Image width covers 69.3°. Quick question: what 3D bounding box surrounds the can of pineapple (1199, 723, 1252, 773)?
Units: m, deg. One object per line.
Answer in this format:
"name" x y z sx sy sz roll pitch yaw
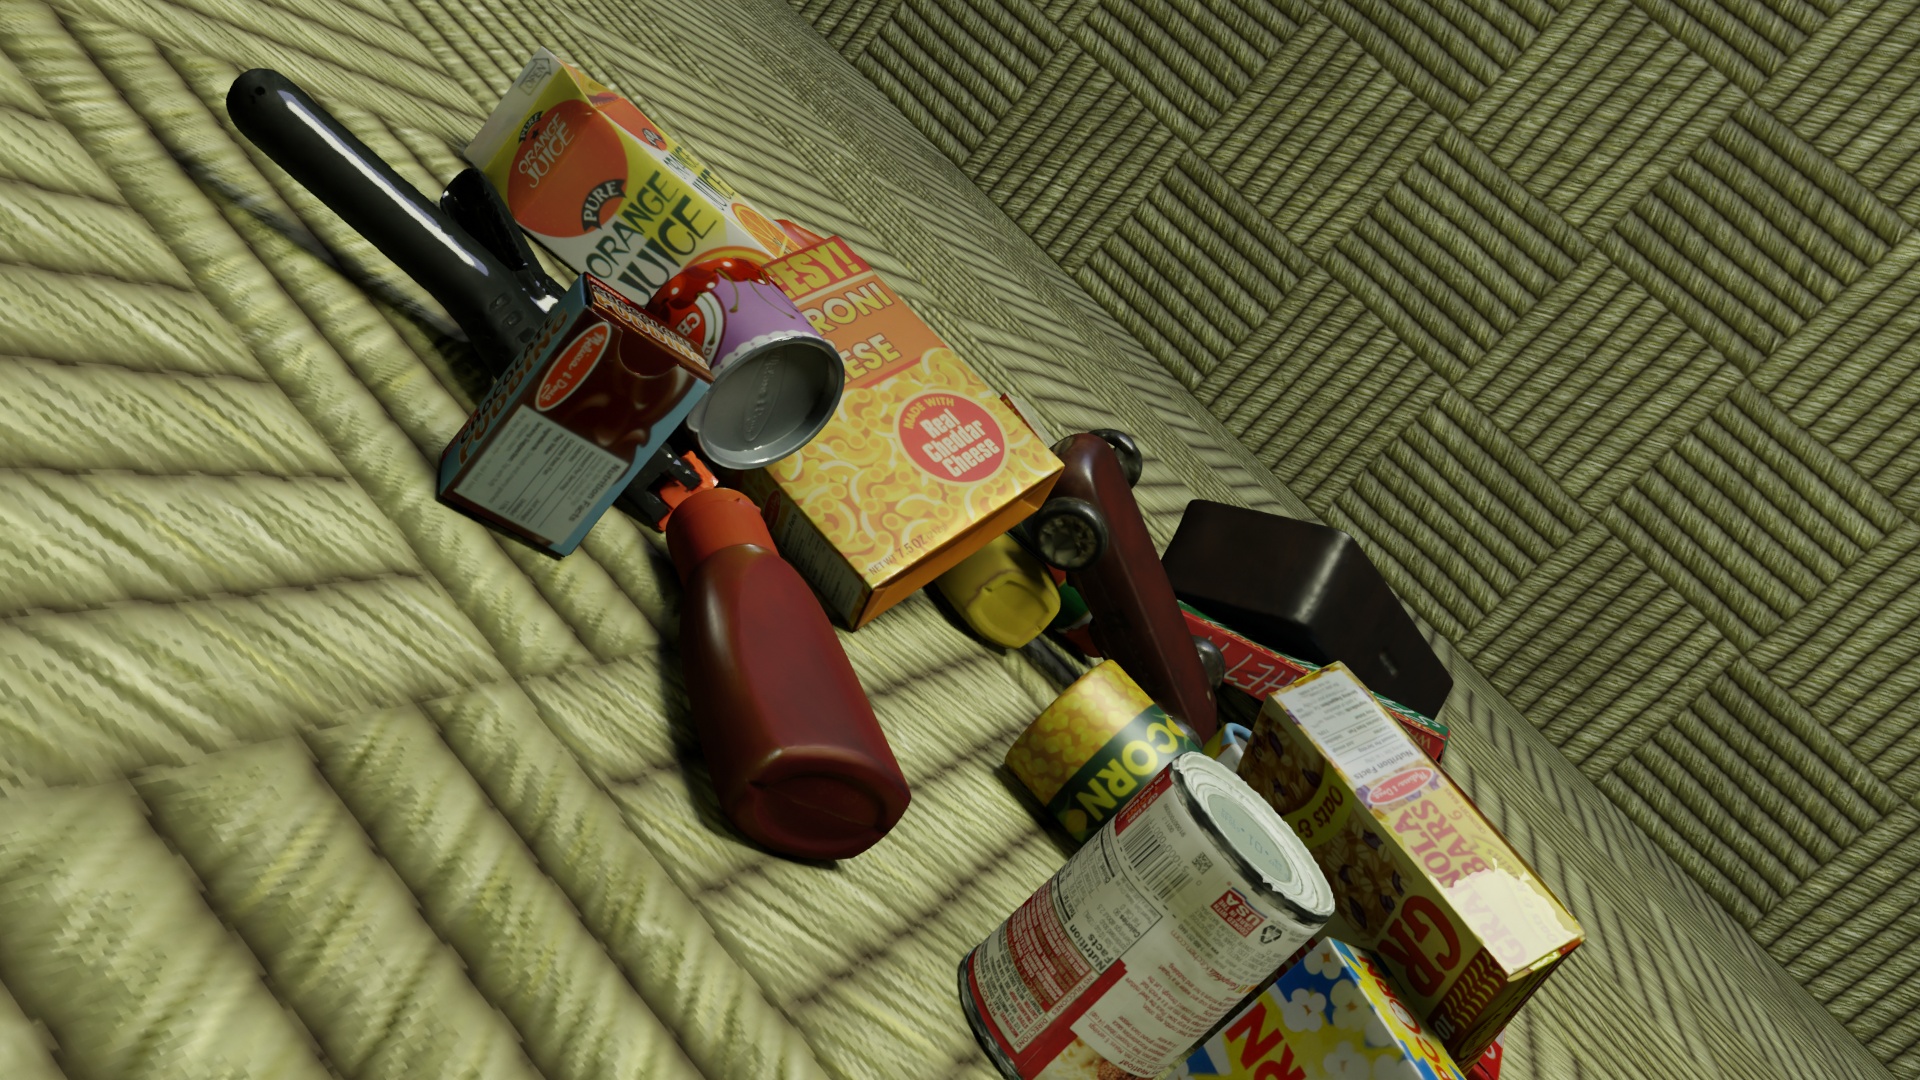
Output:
"can of pineapple" 0.137 0.134 0.694 0.071 0.057 0.071 40 15 -13

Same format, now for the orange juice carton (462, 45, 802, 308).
"orange juice carton" -0.159 -0.164 0.724 0.192 0.071 0.073 39 15 -17

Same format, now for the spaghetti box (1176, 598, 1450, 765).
"spaghetti box" 0.174 0.074 0.844 0.250 0.028 0.050 26 10 19

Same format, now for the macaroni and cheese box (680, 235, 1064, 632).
"macaroni and cheese box" -0.053 -0.057 0.638 0.124 0.040 0.167 -33 73 -34

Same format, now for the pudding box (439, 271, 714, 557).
"pudding box" -0.125 -0.039 0.454 0.049 0.083 0.030 32 18 -34

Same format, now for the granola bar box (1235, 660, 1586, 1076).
"granola bar box" 0.148 0.145 0.526 0.039 0.164 0.124 -19 52 -23

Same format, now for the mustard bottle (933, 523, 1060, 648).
"mustard bottle" 0.003 -0.009 0.757 0.065 0.048 0.161 38 15 -38

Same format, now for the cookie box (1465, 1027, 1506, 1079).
"cookie box" 0.227 0.195 0.720 0.123 0.040 0.168 44 29 7

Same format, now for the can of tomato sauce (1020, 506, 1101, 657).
"can of tomato sauce" 0.064 0.020 0.806 0.083 0.071 0.071 39 16 -16

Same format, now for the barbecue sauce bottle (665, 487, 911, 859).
"barbecue sauce bottle" -0.067 0.037 0.471 0.065 0.043 0.149 30 19 -40

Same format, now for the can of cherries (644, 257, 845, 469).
"can of cherries" -0.091 -0.072 0.561 0.058 0.071 0.071 50 17 31

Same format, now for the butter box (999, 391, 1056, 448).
"butter box" 0.043 -0.055 0.972 0.024 0.053 0.104 25 22 -42

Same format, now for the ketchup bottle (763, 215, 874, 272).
"ketchup bottle" -0.115 -0.197 0.973 0.065 0.043 0.149 49 16 22

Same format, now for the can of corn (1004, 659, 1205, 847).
"can of corn" 0.061 0.093 0.594 0.058 0.071 0.071 46 15 15

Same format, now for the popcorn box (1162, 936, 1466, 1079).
"popcorn box" 0.127 0.202 0.434 0.038 0.085 0.127 29 21 -39
